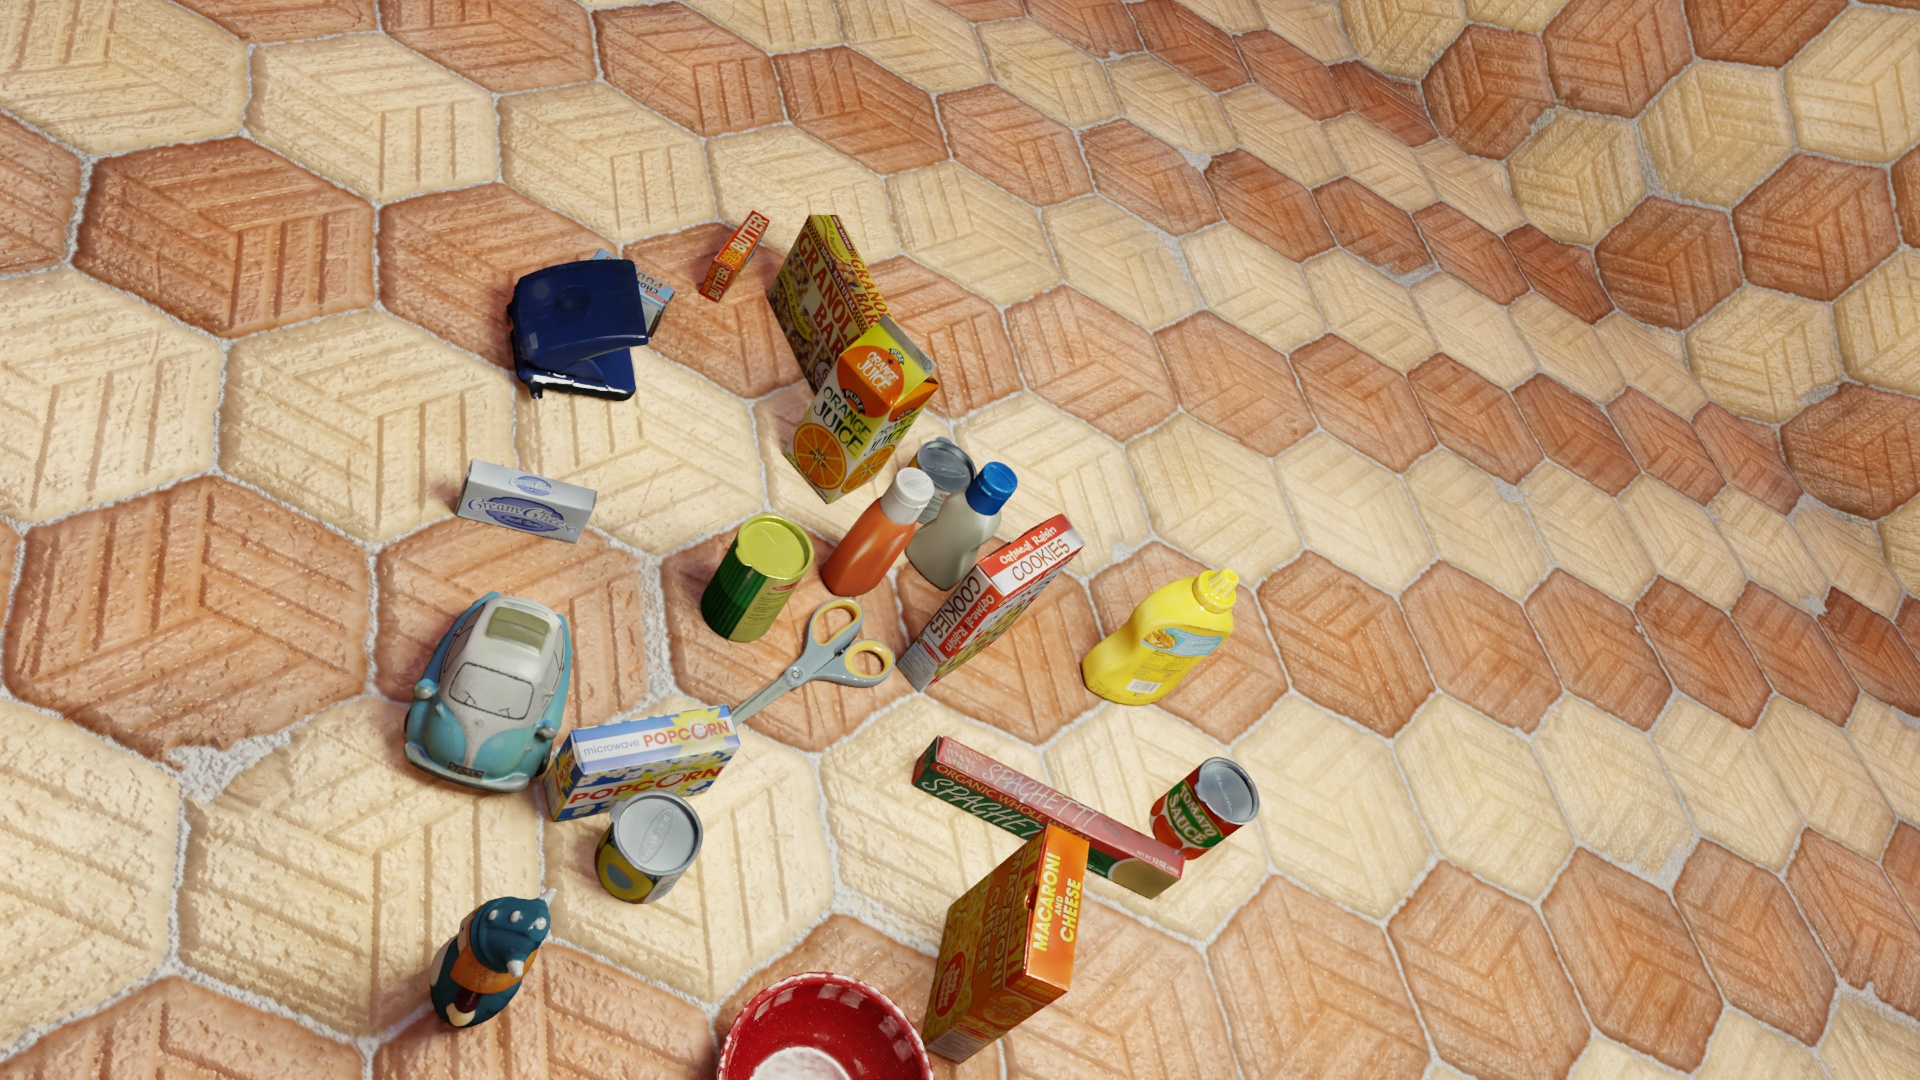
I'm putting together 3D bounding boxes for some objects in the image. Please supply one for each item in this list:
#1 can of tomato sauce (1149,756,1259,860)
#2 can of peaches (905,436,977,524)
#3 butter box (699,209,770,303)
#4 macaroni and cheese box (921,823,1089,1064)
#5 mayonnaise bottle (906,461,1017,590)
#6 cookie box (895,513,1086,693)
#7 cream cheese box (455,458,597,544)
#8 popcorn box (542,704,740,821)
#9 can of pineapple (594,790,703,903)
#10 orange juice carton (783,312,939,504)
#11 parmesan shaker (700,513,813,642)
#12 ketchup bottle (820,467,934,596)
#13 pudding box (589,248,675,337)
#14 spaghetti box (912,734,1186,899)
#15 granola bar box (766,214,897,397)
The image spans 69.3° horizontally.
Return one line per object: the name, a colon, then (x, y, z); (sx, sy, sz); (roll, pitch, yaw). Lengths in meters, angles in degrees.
can of tomato sauce: (0.221, 0.247, 1.273); (0.071, 0.082, 0.071); (18, 48, -20)
can of peaches: (-0.025, -0.059, 1.384); (0.071, 0.057, 0.071); (18, 48, -20)
butter box: (-0.235, -0.296, 1.448); (0.024, 0.053, 0.104); (31, 44, -8)
macaroni and cheese box: (0.032, 0.305, 1.044); (0.040, 0.165, 0.124); (26, 45, -12)
mayonnaise bottle: (0.005, -0.016, 1.303); (0.065, 0.147, 0.041); (44, 44, 6)
cookie box: (0.025, 0.056, 1.244); (0.040, 0.166, 0.123); (49, 45, 11)
cream cheese box: (-0.360, -0.031, 1.150); (0.104, 0.053, 0.024); (15, 48, -22)
popcorn box: (-0.239, 0.167, 1.042); (0.127, 0.084, 0.038); (-6, 59, -36)
can of pineapple: (-0.231, 0.224, 1.020); (0.071, 0.057, 0.071); (18, 48, -20)
orange juice carton: (-0.087, -0.126, 1.303); (0.072, 0.191, 0.073); (48, 45, 10)
parmesan shaker: (-0.177, 0.033, 1.179); (0.071, 0.102, 0.072); (18, 48, -20)
ketchup bottle: (-0.071, -0.007, 1.247); (0.065, 0.148, 0.043); (-17, 66, -40)
pudding box: (-0.325, -0.240, 1.346); (0.084, 0.049, 0.030); (28, 45, -10)
spaghetti box: (0.077, 0.242, 1.208); (0.250, 0.050, 0.029); (28, 45, -11)
granola bar box: (-0.130, -0.228, 1.409); (0.039, 0.123, 0.166); (-8, 60, -37)
